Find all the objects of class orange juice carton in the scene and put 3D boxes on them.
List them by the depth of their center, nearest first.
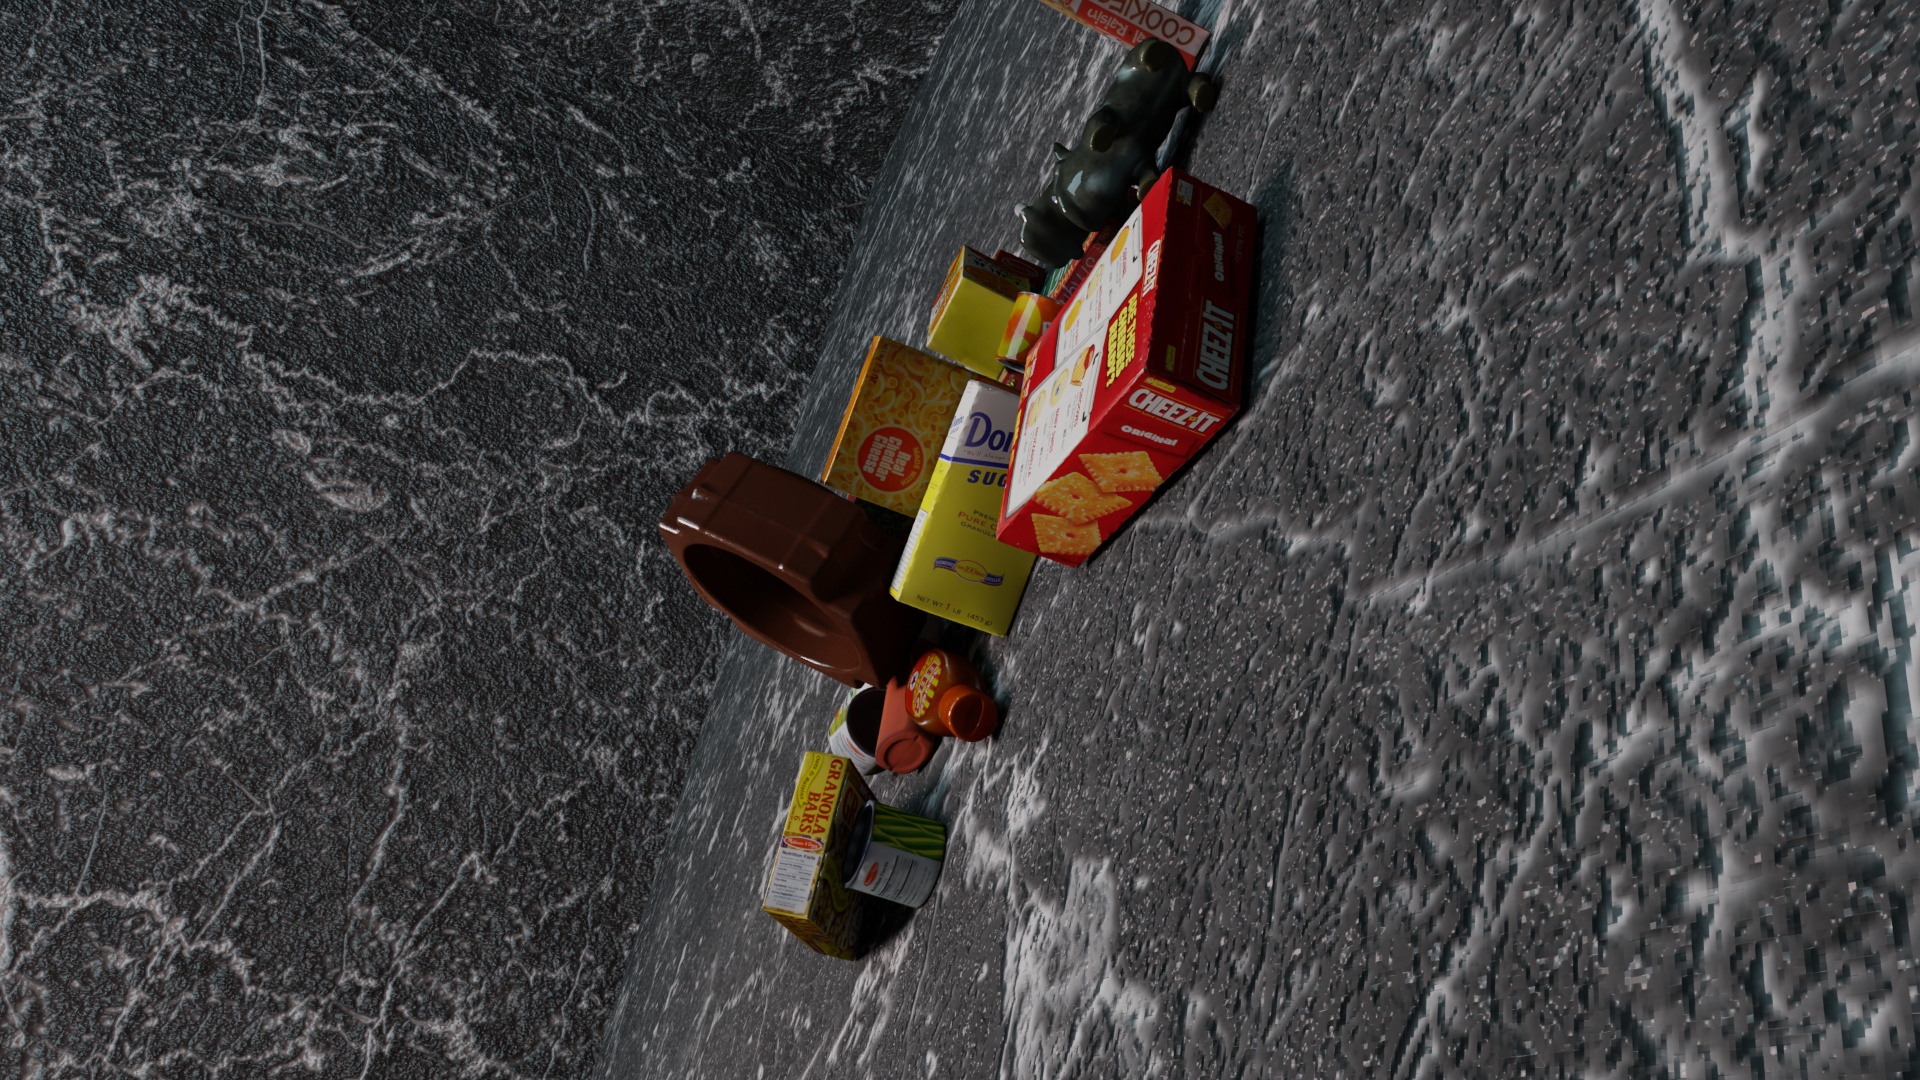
[{"bbox_3d":[0.018,-0.218,1.289,0.072,0.072,0.193,-61,9,20],"label":"orange juice carton"}]

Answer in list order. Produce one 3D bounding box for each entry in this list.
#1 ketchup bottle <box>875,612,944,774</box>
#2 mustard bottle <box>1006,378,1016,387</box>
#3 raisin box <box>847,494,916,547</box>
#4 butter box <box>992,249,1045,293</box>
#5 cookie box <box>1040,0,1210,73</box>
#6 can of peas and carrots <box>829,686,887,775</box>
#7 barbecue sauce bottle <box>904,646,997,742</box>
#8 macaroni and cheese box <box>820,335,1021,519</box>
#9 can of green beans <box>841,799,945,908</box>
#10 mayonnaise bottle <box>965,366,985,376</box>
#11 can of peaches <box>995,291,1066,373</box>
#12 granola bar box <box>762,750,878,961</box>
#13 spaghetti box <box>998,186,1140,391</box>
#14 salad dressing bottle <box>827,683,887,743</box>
[{"bbox_3d":[-0.040,0.123,1.190,0.064,0.043,0.149,-54,20,41],"label":"ketchup bottle"},{"bbox_3d":[0.008,-0.087,1.275,0.159,0.065,0.049,-56,20,33],"label":"mustard bottle"},{"bbox_3d":[-0.043,-0.009,1.225,0.040,0.123,0.086,138,149,-62],"label":"raisin box"},{"bbox_3d":[0.043,-0.253,1.404,0.103,0.053,0.024,141,149,-66],"label":"butter box"},{"bbox_3d":[0.113,-0.441,1.143,0.040,0.167,0.123,-62,14,19],"label":"cookie box"},{"bbox_3d":[-0.075,0.167,1.225,0.058,0.071,0.071,130,157,-58],"label":"can of peas and carrots"},{"bbox_3d":[-0.006,0.121,1.055,0.148,0.044,0.065,-164,95,-77],"label":"barbecue sauce bottle"},{"bbox_3d":[-0.010,-0.074,1.090,0.040,0.166,0.123,-144,75,-77],"label":"macaroni and cheese box"},{"bbox_3d":[-0.050,0.233,1.031,0.071,0.058,0.071,-158,88,-77],"label":"can of green beans"},{"bbox_3d":[0.027,-0.165,1.368,0.149,0.041,0.064,-81,18,-44],"label":"mayonnaise bottle"},{"bbox_3d":[0.069,-0.163,1.130,0.071,0.071,0.058,-158,88,-77],"label":"can of peaches"},{"bbox_3d":[-0.101,0.252,1.098,0.165,0.039,0.125,73,-152,-62],"label":"granola bar box"},{"bbox_3d":[0.087,-0.205,1.203,0.248,0.029,0.050,125,160,-49],"label":"spaghetti box"},{"bbox_3d":[-0.082,0.144,1.332,0.064,0.044,0.147,-87,21,-56],"label":"salad dressing bottle"}]
